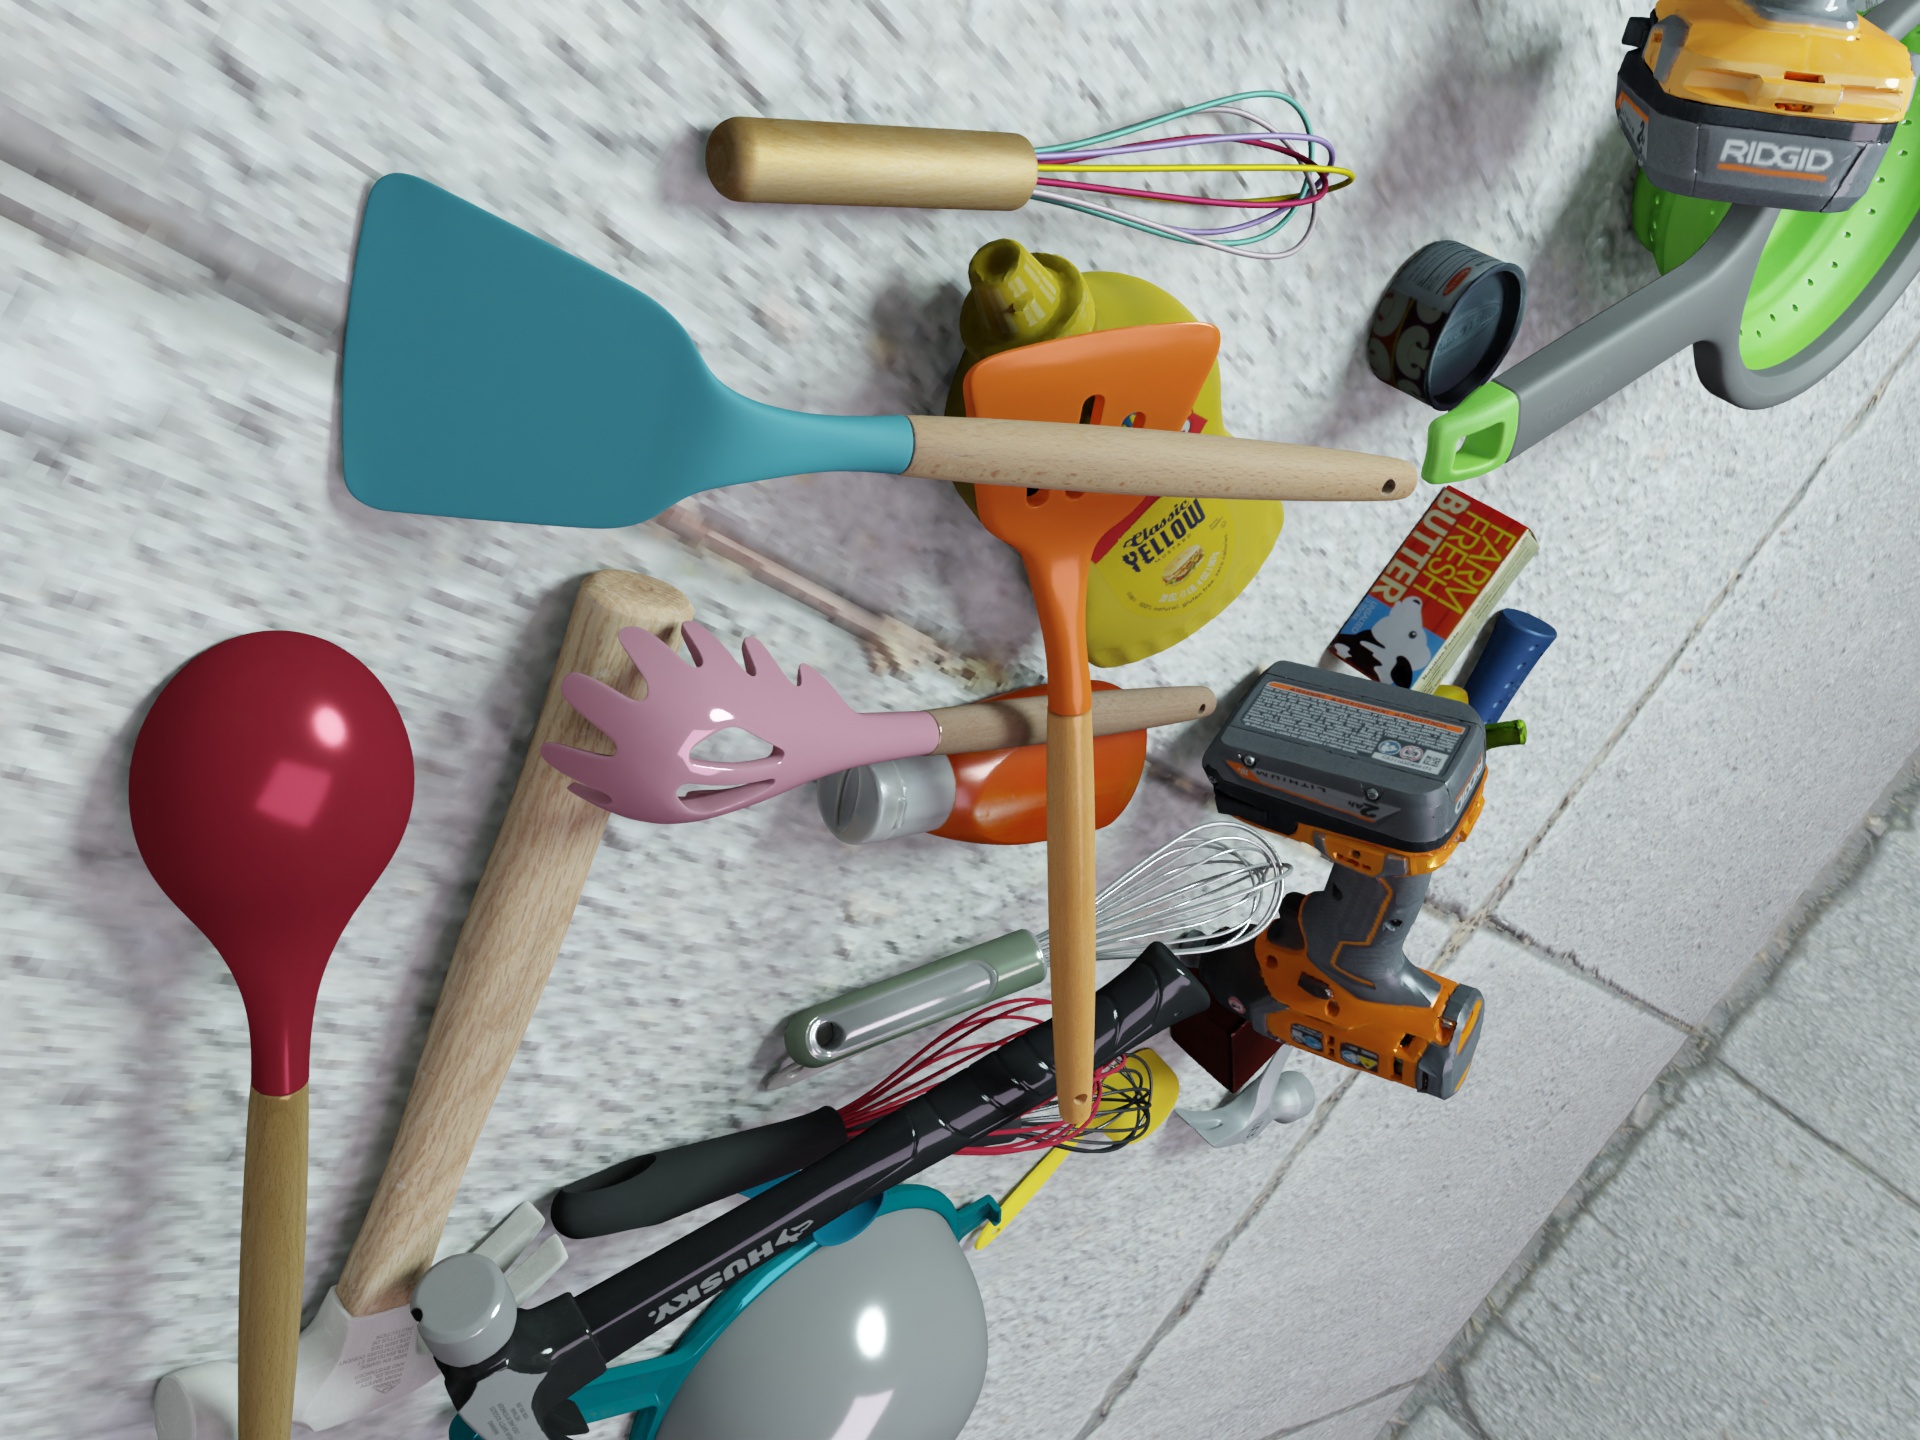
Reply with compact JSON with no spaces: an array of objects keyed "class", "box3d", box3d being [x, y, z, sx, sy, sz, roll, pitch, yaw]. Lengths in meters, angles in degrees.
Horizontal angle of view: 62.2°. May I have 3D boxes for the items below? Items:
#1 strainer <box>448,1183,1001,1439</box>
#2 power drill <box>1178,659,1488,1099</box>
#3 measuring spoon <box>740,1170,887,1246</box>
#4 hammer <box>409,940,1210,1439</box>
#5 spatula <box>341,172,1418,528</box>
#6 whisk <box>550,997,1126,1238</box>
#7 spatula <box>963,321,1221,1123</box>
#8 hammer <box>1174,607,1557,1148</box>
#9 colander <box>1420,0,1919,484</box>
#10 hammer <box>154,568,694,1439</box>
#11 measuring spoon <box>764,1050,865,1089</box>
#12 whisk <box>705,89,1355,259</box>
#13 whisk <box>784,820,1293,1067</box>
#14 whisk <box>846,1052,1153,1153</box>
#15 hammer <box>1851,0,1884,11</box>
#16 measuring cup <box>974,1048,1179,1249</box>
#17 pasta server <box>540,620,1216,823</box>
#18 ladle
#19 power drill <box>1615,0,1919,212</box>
[{"class":"strainer","box3d":[-0.090,0.337,0.761,0.211,0.095,0.340,-56,148,9]},{"class":"power drill","box3d":[0.180,0.084,0.801,0.084,0.164,0.226,-48,141,-37]},{"class":"measuring spoon","box3d":[-0.080,0.210,0.729,0.042,0.021,0.128,-49,138,0]},{"class":"hammer","box3d":[-0.038,0.181,0.632,0.335,0.035,0.146,-26,139,-21]},{"class":"spatula","box3d":[0.002,-0.080,0.436,0.317,0.044,0.082,-1,122,-30]},{"class":"whisk","box3d":[-0.040,0.176,0.697,0.295,0.073,0.073,-7,127,-38]},{"class":"spatula","box3d":[0.041,0.021,0.545,0.081,0.041,0.322,-12,121,-16]},{"class":"hammer","box3d":[0.259,0.114,1.011,0.144,0.035,0.405,-5,126,-48]},{"class":"colander","box3d":[0.322,-0.218,0.717,0.397,0.095,0.204,-31,141,-21]},{"class":"hammer","box3d":[-0.155,0.102,0.517,0.130,0.031,0.331,0,121,-49]},{"class":"measuring spoon","box3d":[-0.035,0.130,0.706,0.124,0.018,0.034,-22,151,-26]},{"class":"whisk","box3d":[0.035,-0.165,0.474,0.245,0.047,0.051,-13,129,-38]},{"class":"whisk","box3d":[0.039,0.101,0.697,0.246,0.059,0.058,-18,92,-19]},{"class":"whisk","box3d":[0.023,0.202,0.812,0.238,0.055,0.055,6,117,-47]},{"class":"hammer","box3d":[0.509,-0.465,0.750,0.331,0.033,0.128,-55,146,7]},{"class":"measuring cup","box3d":[0.071,0.259,0.934,0.156,0.029,0.062,-44,146,-13]},{"class":"pasta server","box3d":[-0.001,-0.002,0.549,0.316,0.040,0.060,-6,126,-51]},{"class":"ladle","box3d":[-0.198,0.123,0.456,0.069,0.031,0.315,-5,121,-34]},{"class":"power drill","box3d":[0.298,-0.313,0.549,0.185,0.084,0.226,-70,167,-54]}]
